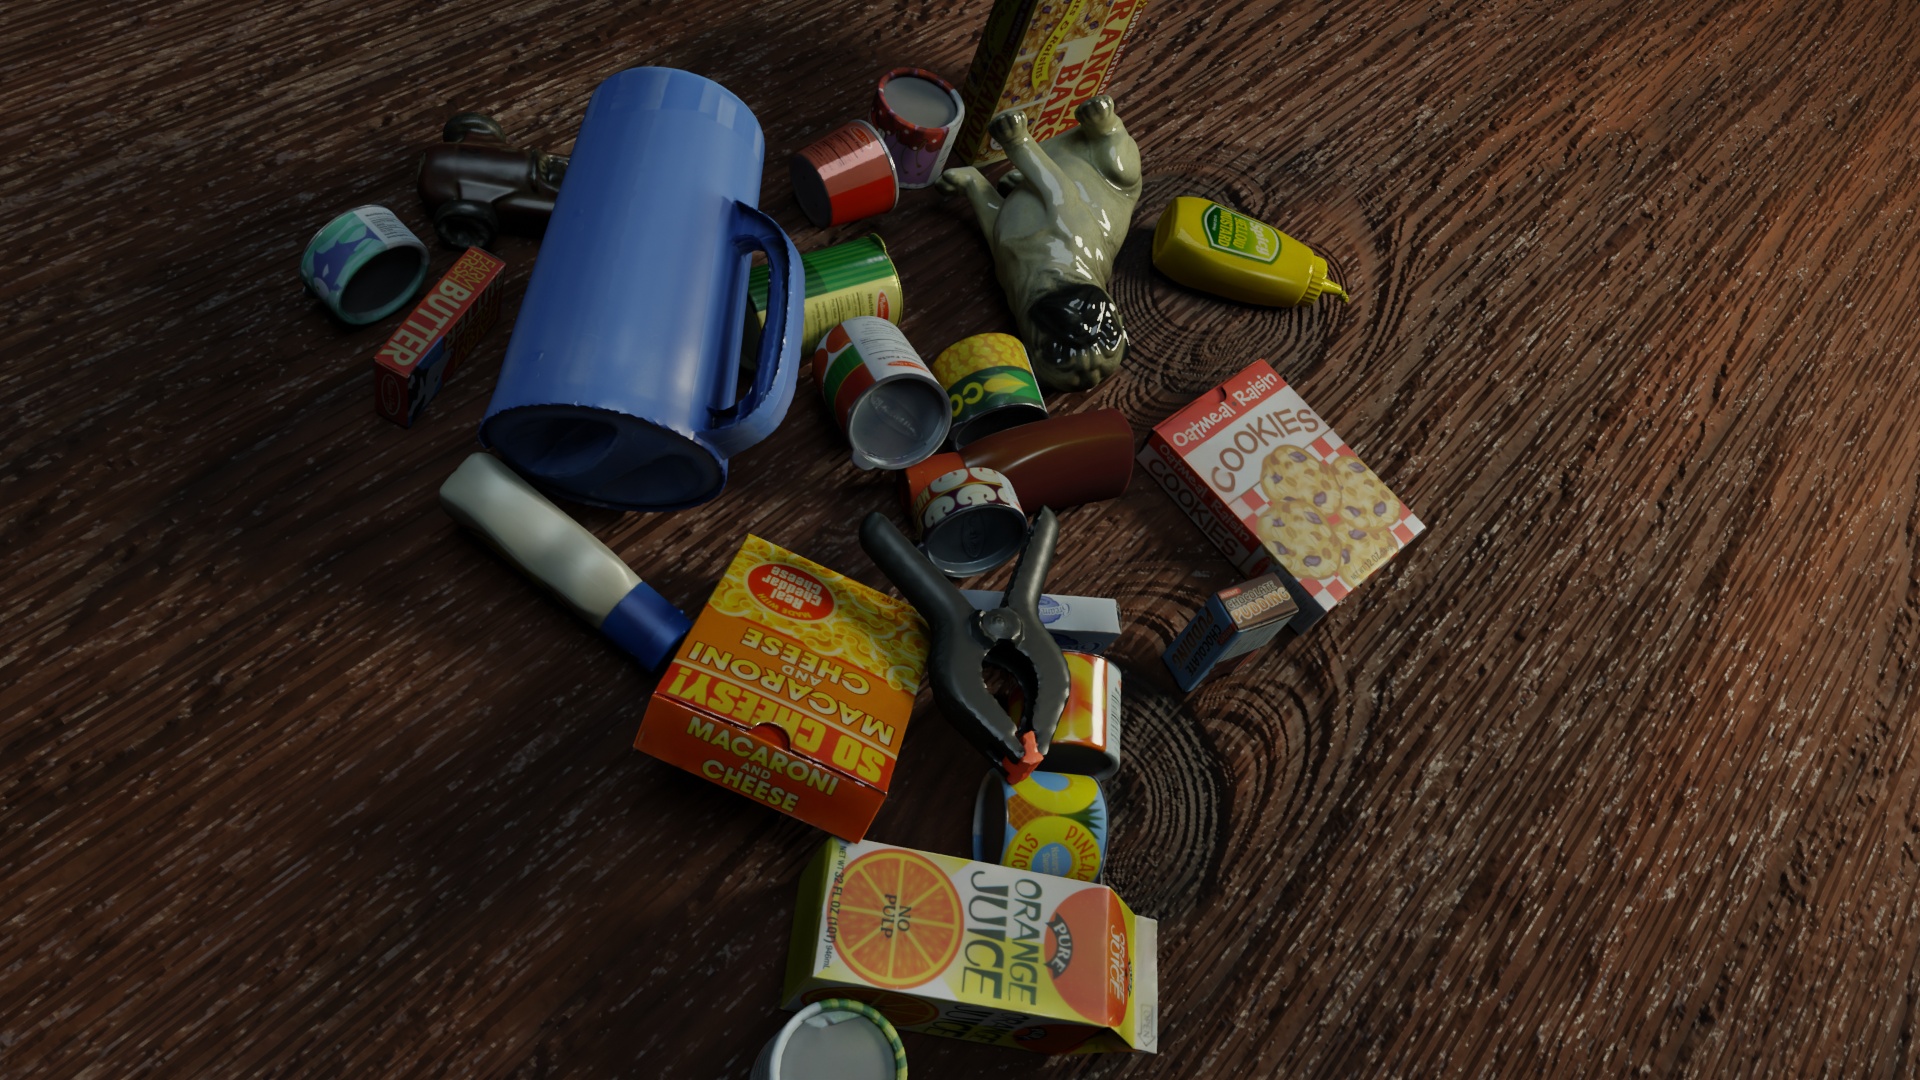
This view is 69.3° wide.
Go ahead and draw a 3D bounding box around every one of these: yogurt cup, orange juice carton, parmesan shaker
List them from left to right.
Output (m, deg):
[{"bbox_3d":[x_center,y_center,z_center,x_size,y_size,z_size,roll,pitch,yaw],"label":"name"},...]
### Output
[{"bbox_3d":[-0.098,-0.155,0.896,0.103,0.071,0.071,-21,69,-29],"label":"parmesan shaker"},{"bbox_3d":[-0.083,-0.252,0.967,0.054,0.072,0.072,-28,73,-23],"label":"yogurt cup"},{"bbox_3d":[0.013,0.212,0.712,0.193,0.072,0.072,14,56,-12],"label":"orange juice carton"}]

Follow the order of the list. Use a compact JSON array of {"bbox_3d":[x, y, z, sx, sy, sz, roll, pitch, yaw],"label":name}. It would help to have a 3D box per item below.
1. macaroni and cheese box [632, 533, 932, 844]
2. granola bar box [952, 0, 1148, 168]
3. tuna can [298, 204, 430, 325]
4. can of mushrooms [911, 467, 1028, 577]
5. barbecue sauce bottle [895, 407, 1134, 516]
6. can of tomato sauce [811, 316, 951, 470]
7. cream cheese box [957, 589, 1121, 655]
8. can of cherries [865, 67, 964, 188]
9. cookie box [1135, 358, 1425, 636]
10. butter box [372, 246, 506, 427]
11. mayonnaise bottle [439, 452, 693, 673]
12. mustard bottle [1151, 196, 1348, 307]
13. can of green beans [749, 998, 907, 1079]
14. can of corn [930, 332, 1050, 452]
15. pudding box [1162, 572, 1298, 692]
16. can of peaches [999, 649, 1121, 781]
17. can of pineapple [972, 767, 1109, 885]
[{"bbox_3d":[-0.086,0.072,0.740,0.124,0.040,0.167,24,28,-4],"label":"macaroni and cheese box"},{"bbox_3d":[0.067,-0.360,1.024,0.125,0.164,0.039,-27,71,-31],"label":"granola bar box"},{"bbox_3d":[-0.349,-0.158,0.813,0.033,0.070,0.071,44,56,8],"label":"tuna can"},{"bbox_3d":[0.003,-0.011,0.847,0.071,0.070,0.033,-2,49,-21],"label":"can of mushrooms"},{"bbox_3d":[0.035,-0.044,0.885,0.149,0.064,0.044,-10,47,-16],"label":"barbecue sauce bottle"},{"bbox_3d":[-0.051,-0.091,0.862,0.071,0.070,0.083,-4,34,-22],"label":"can of tomato sauce"},{"bbox_3d":[0.038,0.053,0.830,0.104,0.053,0.024,4,61,-18],"label":"cream cheese box"},{"bbox_3d":[-0.039,-0.302,1.015,0.071,0.058,0.072,9,58,-15],"label":"can of cherries"},{"bbox_3d":[0.221,-0.034,0.957,0.123,0.040,0.167,-33,75,-32],"label":"cookie box"},{"bbox_3d":[-0.304,-0.120,0.812,0.024,0.053,0.104,28,55,-5],"label":"butter box"},{"bbox_3d":[-0.214,0.013,0.759,0.148,0.064,0.041,39,76,1],"label":"mayonnaise bottle"},{"bbox_3d":[0.228,-0.213,1.063,0.160,0.048,0.065,15,58,-10],"label":"mustard bottle"},{"bbox_3d":[-0.064,0.258,0.665,0.071,0.057,0.071,9,58,-15],"label":"can of green beans"},{"bbox_3d":[0.016,-0.093,0.903,0.071,0.070,0.058,-5,61,-22],"label":"can of corn"},{"bbox_3d":[0.165,0.058,0.855,0.050,0.083,0.030,-17,65,-27],"label":"pudding box"},{"bbox_3d":[0.057,0.103,0.800,0.071,0.071,0.058,12,58,-13],"label":"can of peaches"},{"bbox_3d":[0.043,0.160,0.758,0.058,0.070,0.071,8,58,-15],"label":"can of pineapple"}]
